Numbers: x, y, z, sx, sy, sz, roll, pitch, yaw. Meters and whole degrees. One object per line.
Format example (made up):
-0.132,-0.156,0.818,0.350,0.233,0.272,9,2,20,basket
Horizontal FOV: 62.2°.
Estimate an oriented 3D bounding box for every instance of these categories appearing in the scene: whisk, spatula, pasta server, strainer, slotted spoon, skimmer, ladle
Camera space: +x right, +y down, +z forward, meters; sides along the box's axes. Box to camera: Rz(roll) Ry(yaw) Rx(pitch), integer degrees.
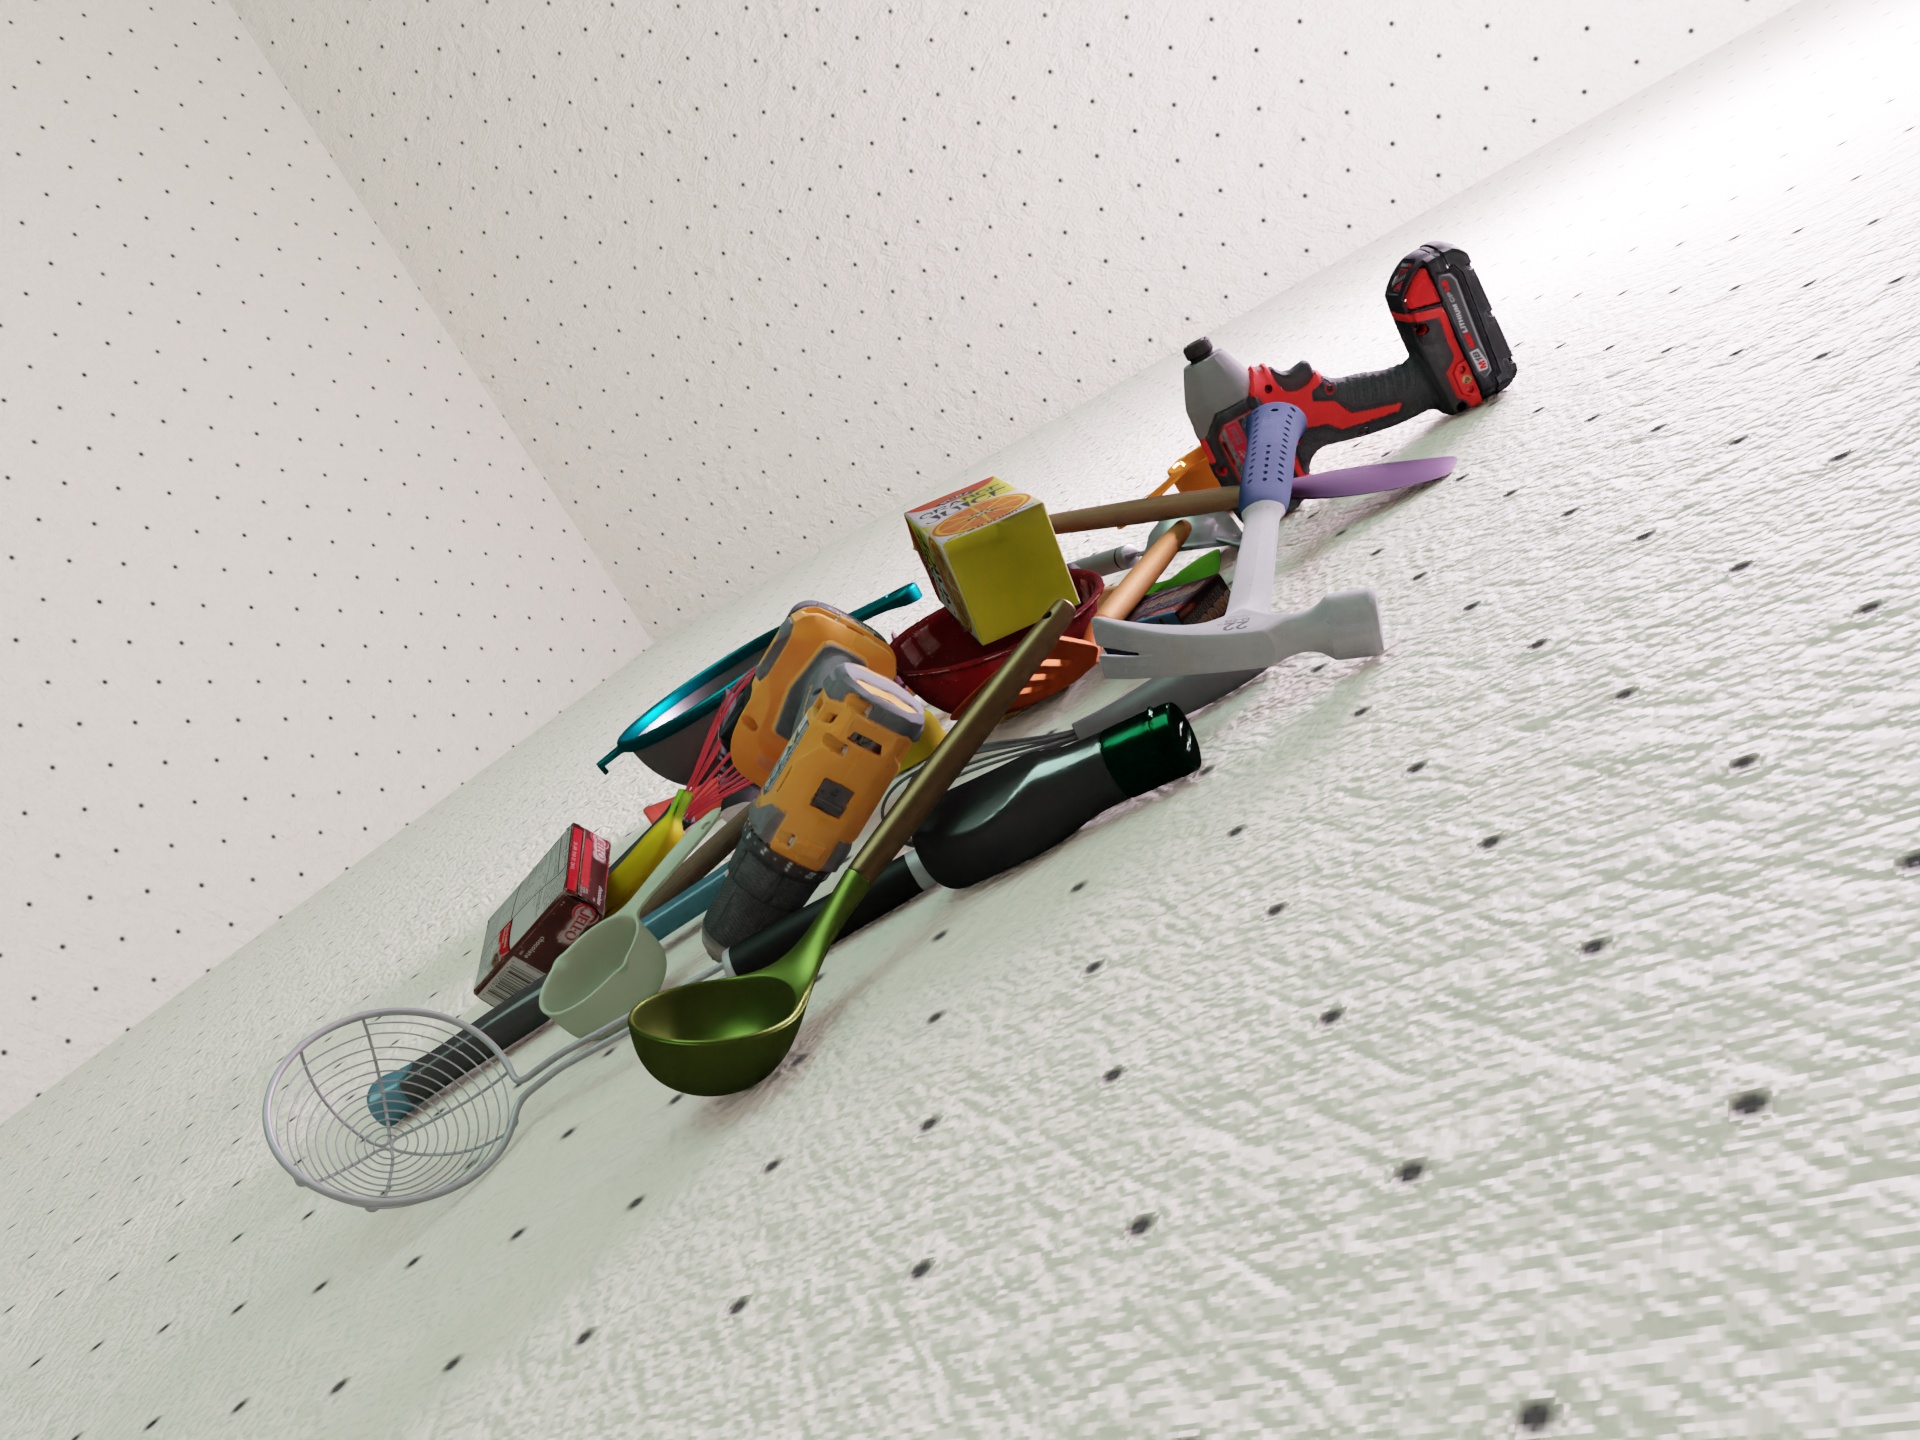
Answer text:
0.065,0.008,0.860,0.239,0.055,0.055,-27,12,5,whisk
-0.198,0.056,1.203,0.296,0.073,0.073,-46,8,15,whisk
0.178,-0.151,1.096,0.316,0.018,0.060,-4,24,29,spatula
-0.147,0.058,1.130,0.316,0.040,0.060,-43,-20,-11,pasta server
-0.151,-0.022,1.418,0.340,0.095,0.211,-23,15,32,strainer
0.131,-0.129,1.217,0.087,0.050,0.258,-13,1,-35,strainer
0.115,-0.093,1.194,0.070,0.031,0.314,-35,10,-13,slotted spoon
-0.186,0.144,0.836,0.363,0.090,0.127,-28,44,5,skimmer
0.090,-0.075,0.991,0.081,0.041,0.323,-42,3,35,spatula
-0.040,0.048,0.773,0.078,0.062,0.320,11,55,48,ladle

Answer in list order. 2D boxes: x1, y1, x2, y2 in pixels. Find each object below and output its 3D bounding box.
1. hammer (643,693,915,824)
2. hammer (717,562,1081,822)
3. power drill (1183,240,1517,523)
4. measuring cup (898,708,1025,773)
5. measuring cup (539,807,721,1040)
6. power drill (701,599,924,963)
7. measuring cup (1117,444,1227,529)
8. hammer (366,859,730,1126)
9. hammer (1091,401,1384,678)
-0.113,0.009,1.330,0.359,0.036,0.149,-28,12,19,hammer
-0.049,-0.036,1.216,0.337,0.034,0.127,-27,46,22,hammer
0.273,-0.251,1.157,0.219,0.143,0.079,-28,14,10,power drill
-0.002,-0.004,1.113,0.156,0.029,0.062,-24,14,31,measuring cup
-0.187,0.124,0.969,0.083,0.038,0.168,-7,38,48,measuring cup
-0.098,0.033,0.958,0.185,0.084,0.226,-59,16,12,power drill
0.194,-0.183,1.301,0.173,0.052,0.095,-41,14,-29,measuring cup
-0.238,0.160,1.043,0.331,0.033,0.128,-33,11,-5,hammer
0.175,-0.121,0.954,0.144,0.035,0.406,-7,24,17,hammer
